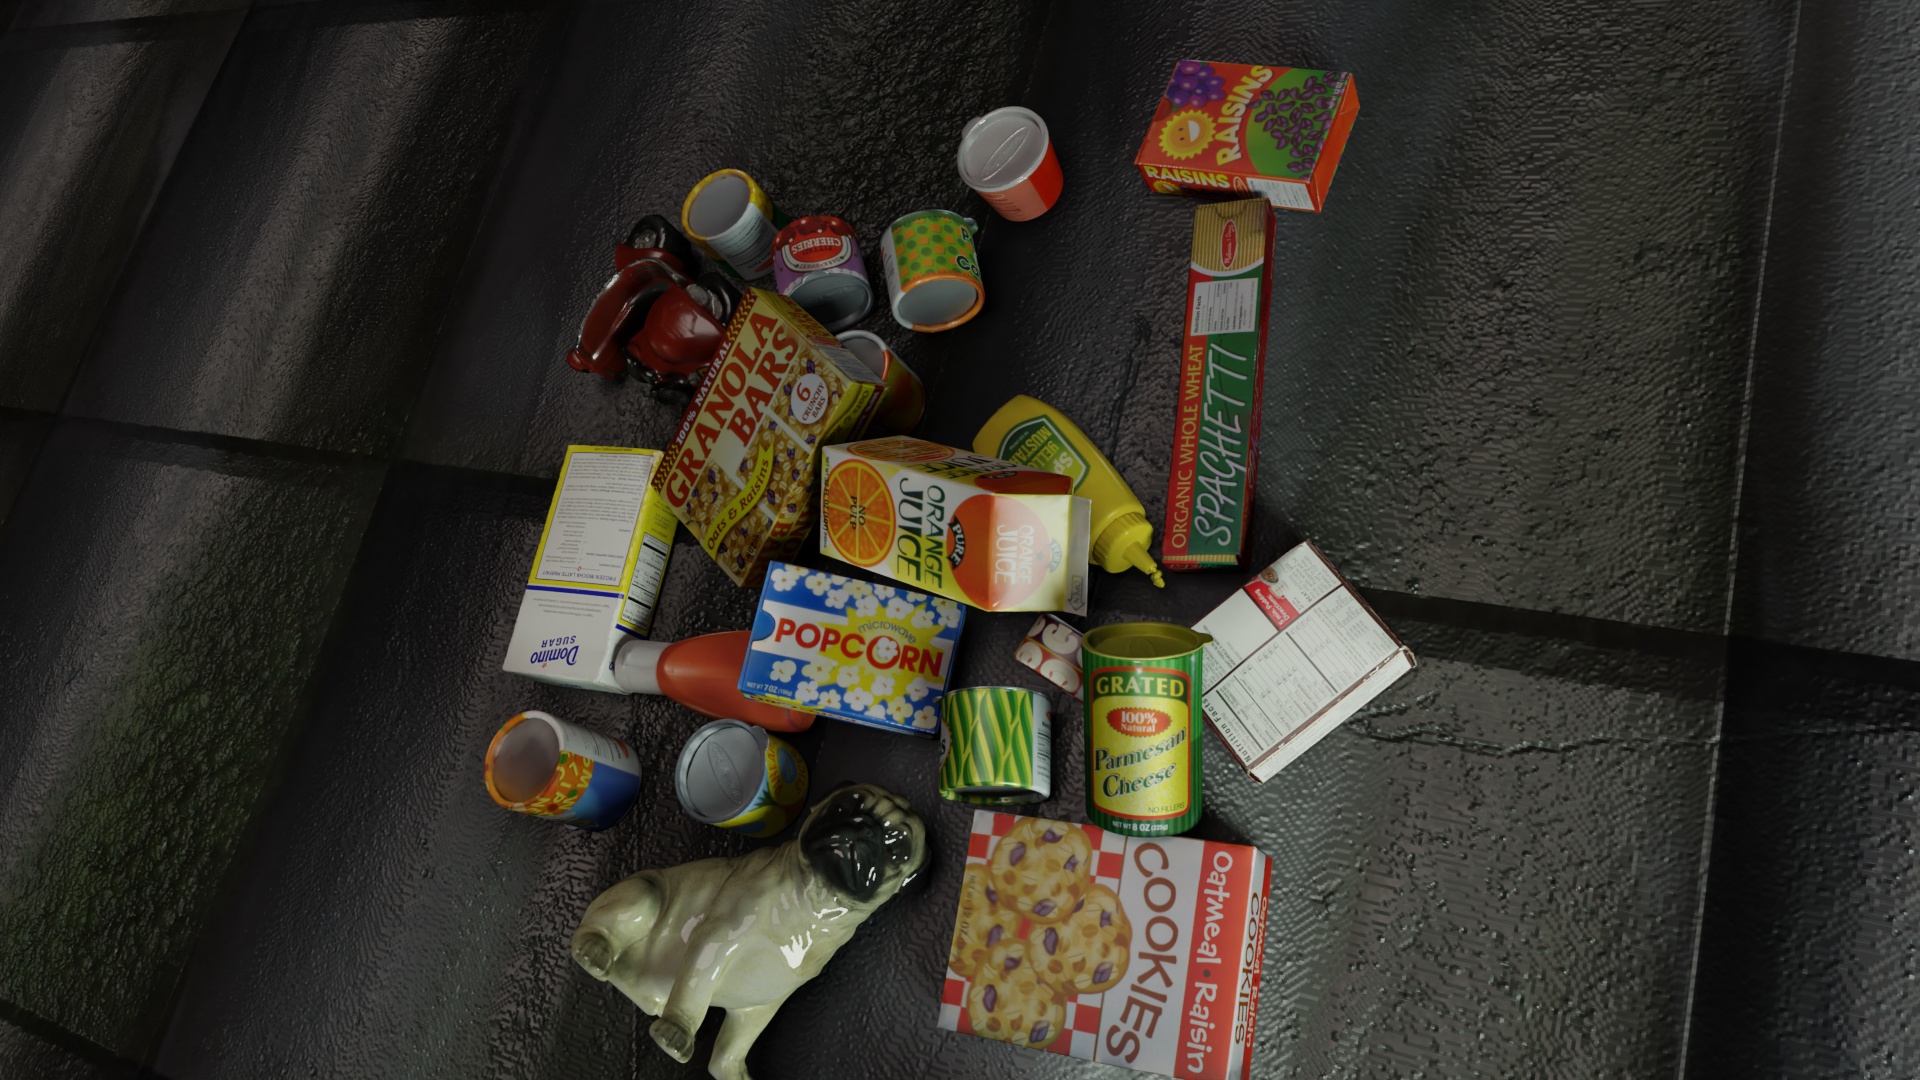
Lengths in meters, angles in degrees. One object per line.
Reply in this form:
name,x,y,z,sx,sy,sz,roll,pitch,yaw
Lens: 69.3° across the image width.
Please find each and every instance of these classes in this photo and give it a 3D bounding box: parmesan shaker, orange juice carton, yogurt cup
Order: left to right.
orange juice carton,0.003,-0.011,0.844,0.193,0.073,0.071,17,111,41
yogurt cup,0.038,-0.262,0.980,0.072,0.054,0.072,-10,66,22
parmesan shaker,0.103,0.103,0.762,0.071,0.071,0.102,4,104,27

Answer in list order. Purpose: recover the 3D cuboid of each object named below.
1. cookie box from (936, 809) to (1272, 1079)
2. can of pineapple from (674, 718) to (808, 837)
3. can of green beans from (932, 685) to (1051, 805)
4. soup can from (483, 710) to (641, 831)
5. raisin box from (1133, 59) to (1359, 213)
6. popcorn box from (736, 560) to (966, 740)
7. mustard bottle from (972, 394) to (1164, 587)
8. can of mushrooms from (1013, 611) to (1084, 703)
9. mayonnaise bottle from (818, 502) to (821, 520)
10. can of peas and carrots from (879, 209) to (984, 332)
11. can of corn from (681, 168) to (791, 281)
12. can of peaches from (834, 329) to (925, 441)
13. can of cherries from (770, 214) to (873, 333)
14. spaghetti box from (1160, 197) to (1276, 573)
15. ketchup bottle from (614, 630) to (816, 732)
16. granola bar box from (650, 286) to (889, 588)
cookie box,0.080,0.221,0.764,0.167,0.040,0.123,2,70,27
can of pineapple,-0.137,0.152,0.884,0.071,0.057,0.071,-9,66,22
can of green beans,0.020,0.122,0.818,0.071,0.071,0.058,-7,67,23
soup can,-0.267,0.157,0.929,0.071,0.083,0.071,-9,66,22
raisin box,0.189,-0.269,0.920,0.123,0.040,0.086,16,78,31
popcorn box,-0.066,0.069,0.868,0.127,0.038,0.085,12,74,0
mustard bottle,0.075,-0.026,0.865,0.065,0.048,0.161,-47,57,5
can of mushrooms,0.065,0.072,0.818,0.071,0.071,0.033,31,86,32
mayonnaise bottle,-0.108,-0.054,0.969,0.064,0.041,0.148,-48,58,11
can of peas and carrots,-0.017,-0.188,0.968,0.071,0.071,0.059,-19,63,17
can of corn,-0.173,-0.244,1.070,0.071,0.058,0.071,-9,65,21
can of peaches,-0.067,-0.102,0.959,0.071,0.058,0.071,-10,65,21
can of cherries,-0.101,-0.194,1.007,0.071,0.071,0.058,-23,60,15
spaghetti box,0.162,-0.098,0.866,0.050,0.028,0.251,-1,69,25
ketchup bottle,-0.164,0.090,0.932,0.149,0.043,0.065,3,70,27
granola bar box,-0.134,-0.069,0.936,0.124,0.039,0.165,43,113,32
